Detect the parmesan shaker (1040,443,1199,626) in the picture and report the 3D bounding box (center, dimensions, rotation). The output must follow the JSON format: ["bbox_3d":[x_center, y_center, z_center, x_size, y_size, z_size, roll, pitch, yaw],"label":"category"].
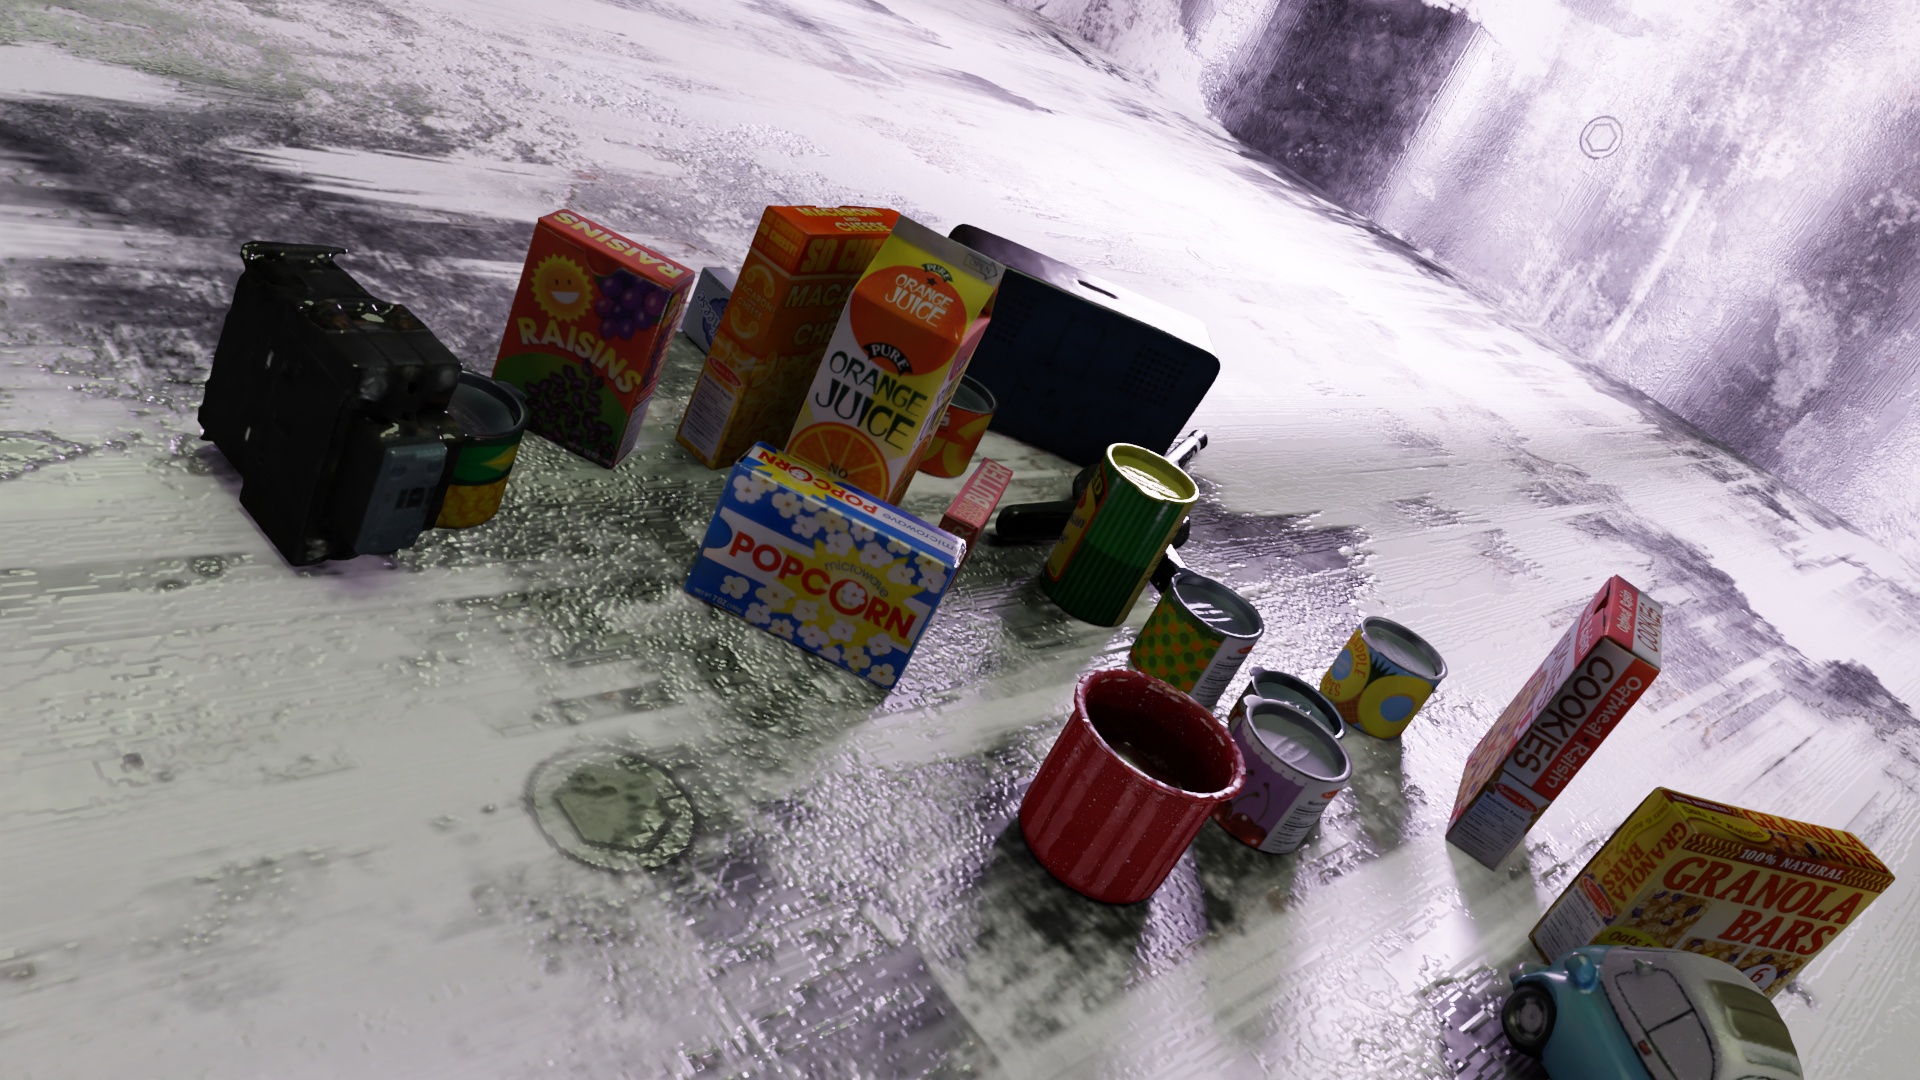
[{"bbox_3d":[0.101,-0.002,0.903,0.071,0.102,0.071,21,27,-11],"label":"parmesan shaker"}]

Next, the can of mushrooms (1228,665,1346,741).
[{"bbox_3d":[0.202,0.112,0.869,0.071,0.033,0.071,21,27,-11],"label":"can of mushrooms"}]

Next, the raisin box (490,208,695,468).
[{"bbox_3d":[-0.215,-0.115,0.799,0.086,0.122,0.040,27,26,0],"label":"raisin box"}]

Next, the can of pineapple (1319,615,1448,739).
[{"bbox_3d":[0.287,0.093,0.952,0.071,0.057,0.071,21,27,-11],"label":"can of pineapple"}]

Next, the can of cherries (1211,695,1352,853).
[{"bbox_3d":[0.175,0.131,0.784,0.071,0.058,0.072,21,27,-11],"label":"can of cherries"}]

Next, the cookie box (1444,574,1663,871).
[{"bbox_3d":[0.374,0.112,0.876,0.040,0.166,0.123,34,27,14],"label":"cookie box"}]

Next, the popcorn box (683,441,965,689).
[{"bbox_3d":[-0.072,0.014,0.741,0.127,0.084,0.038,26,26,-2],"label":"popcorn box"}]

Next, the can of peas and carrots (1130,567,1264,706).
[{"bbox_3d":[0.148,0.061,0.883,0.071,0.058,0.071,21,27,-11],"label":"can of peas and carrots"}]

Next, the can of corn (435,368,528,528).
[{"bbox_3d":[-0.260,-0.049,0.712,0.071,0.058,0.071,21,27,-11],"label":"can of corn"}]

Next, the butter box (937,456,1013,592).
[{"bbox_3d":[0.003,-0.011,0.887,0.024,0.053,0.104,28,27,2],"label":"butter box"}]

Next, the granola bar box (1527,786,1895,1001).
[{"bbox_3d":[0.431,0.210,0.801,0.166,0.123,0.039,15,29,-22],"label":"granola bar box"}]

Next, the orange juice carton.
[{"bbox_3d":[-0.043,-0.098,0.845,0.072,0.191,0.073,29,26,3],"label":"orange juice carton"}]

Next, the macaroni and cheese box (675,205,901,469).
[{"bbox_3d":[-0.100,-0.131,0.880,0.040,0.165,0.124,38,29,21],"label":"macaroni and cheese box"}]

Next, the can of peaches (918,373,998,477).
[{"bbox_3d":[-0.016,-0.086,0.997,0.071,0.057,0.071,21,27,-11],"label":"can of peaches"}]

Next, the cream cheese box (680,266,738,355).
[{"bbox_3d":[-0.154,-0.144,0.982,0.024,0.053,0.104,-8,43,-49],"label":"cream cheese box"}]
